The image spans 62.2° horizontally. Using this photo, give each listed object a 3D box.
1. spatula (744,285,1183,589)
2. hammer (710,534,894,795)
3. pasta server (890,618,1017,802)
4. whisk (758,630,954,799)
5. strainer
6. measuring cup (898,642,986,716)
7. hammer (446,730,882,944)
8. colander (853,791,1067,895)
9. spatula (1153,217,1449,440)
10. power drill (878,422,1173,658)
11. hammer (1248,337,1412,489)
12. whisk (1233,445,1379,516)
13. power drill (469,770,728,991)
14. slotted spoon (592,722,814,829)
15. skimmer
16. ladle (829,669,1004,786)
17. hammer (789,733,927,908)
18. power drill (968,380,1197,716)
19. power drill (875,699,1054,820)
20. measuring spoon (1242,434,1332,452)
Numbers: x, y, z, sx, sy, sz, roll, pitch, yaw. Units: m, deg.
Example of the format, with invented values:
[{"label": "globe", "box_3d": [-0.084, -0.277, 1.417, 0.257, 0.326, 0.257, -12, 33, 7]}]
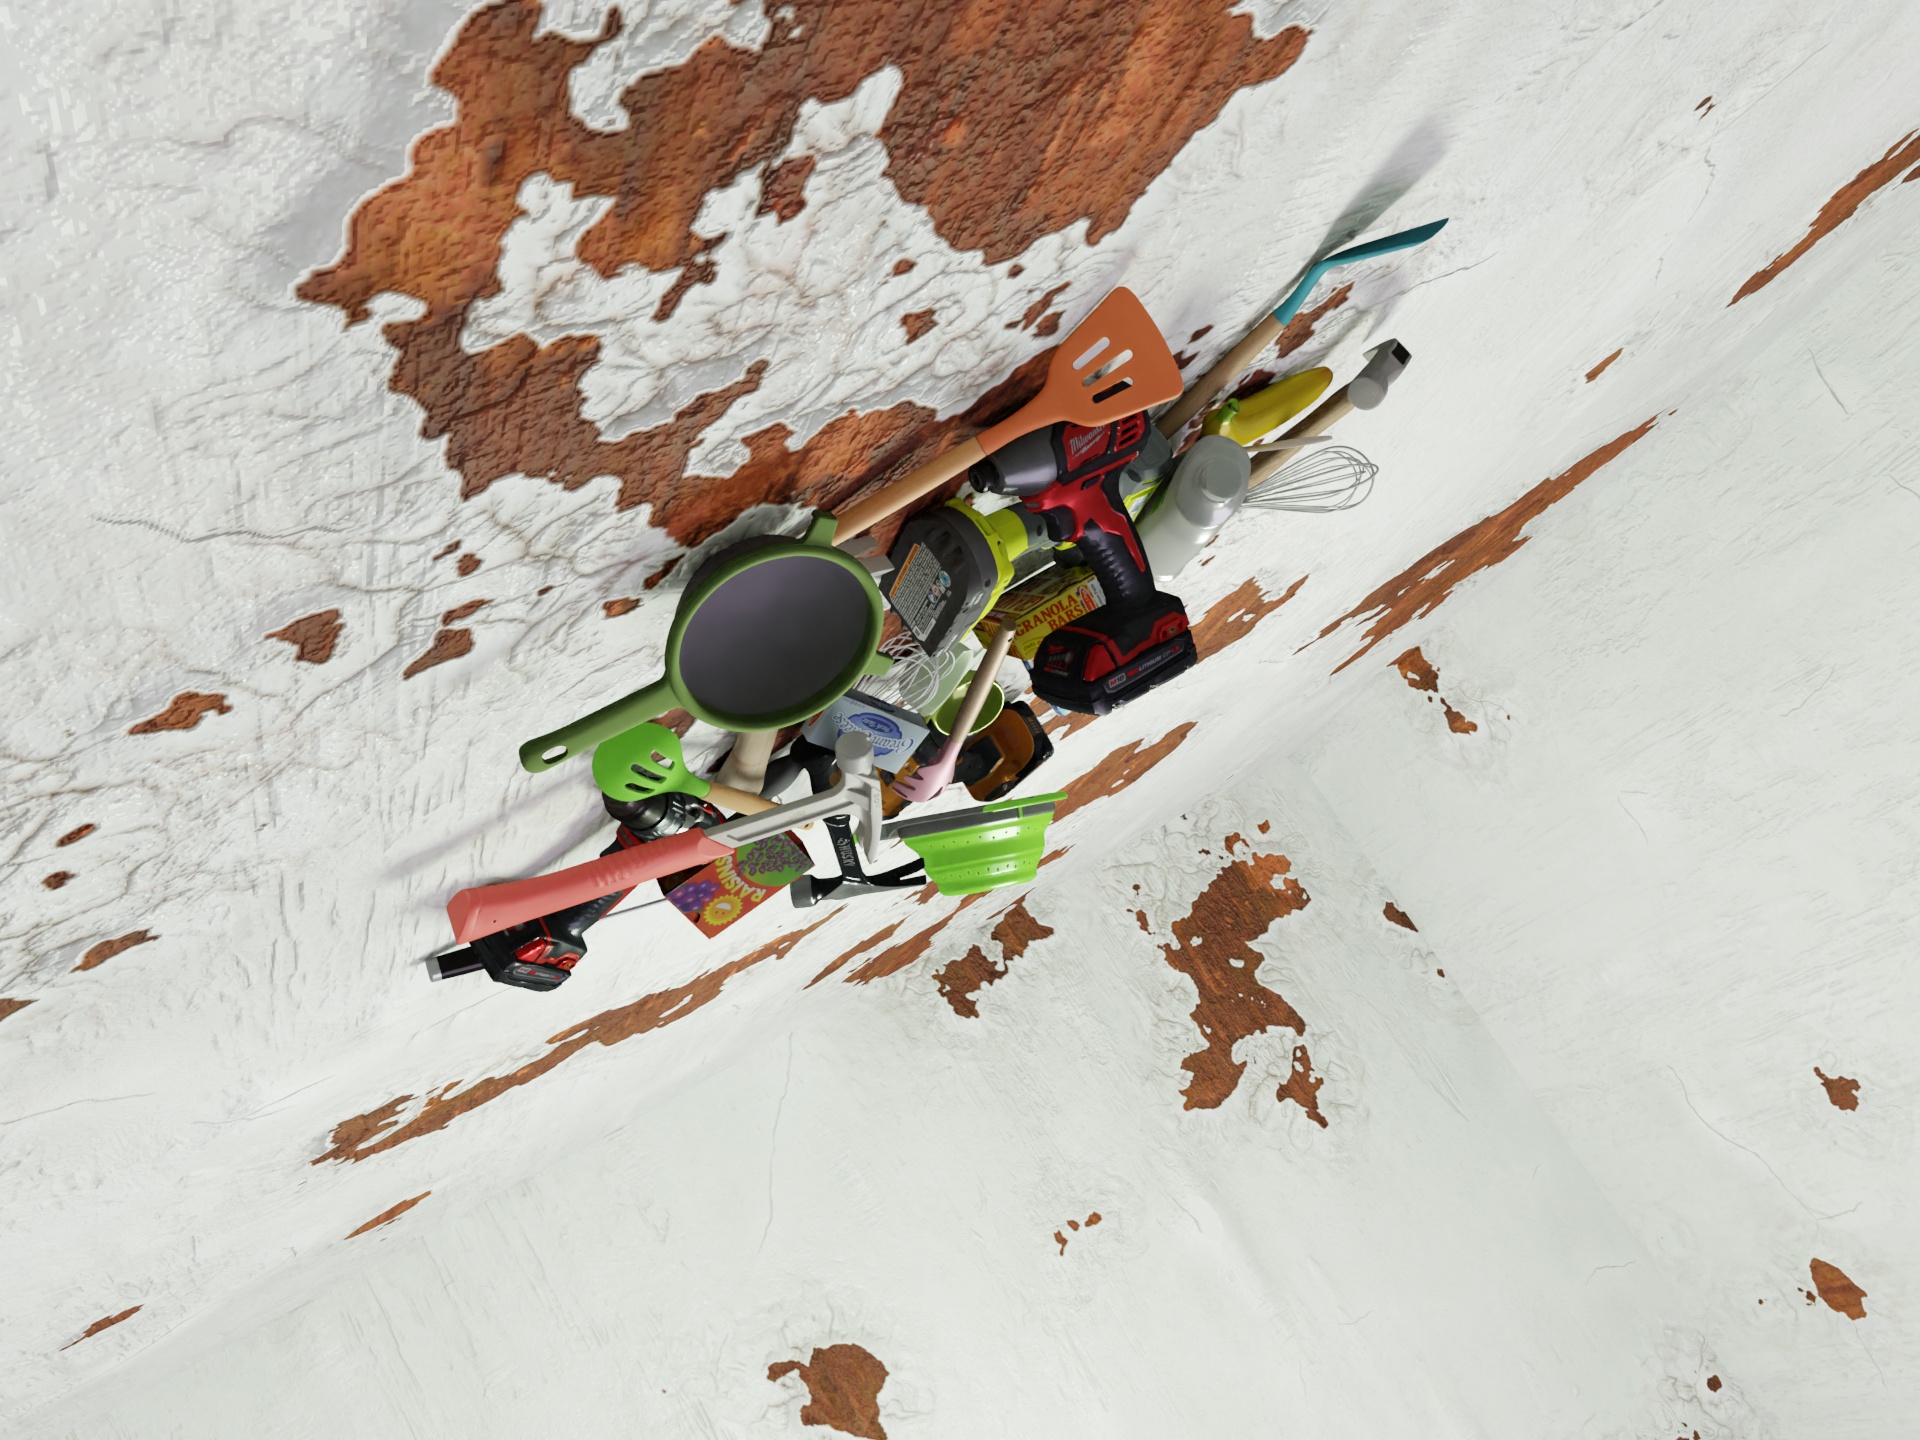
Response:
[{"label": "spatula", "box_3d": [-0.008, -0.172, 1.064, 0.322, 0.081, 0.041, -30, -177, 7]}, {"label": "hammer", "box_3d": [-0.153, -0.019, 1.300, 0.146, 0.038, 0.410, -29, 167, -21]}, {"label": "pasta server", "box_3d": [-0.002, -0.004, 1.401, 0.060, 0.040, 0.316, -36, 165, -29]}, {"label": "whisk", "box_3d": [-0.107, 0.004, 1.451, 0.284, 0.070, 0.070, -37, 167, 37]}, {"label": "strainer", "box_3d": [-0.178, -0.045, 1.050, 0.256, 0.069, 0.151, -27, 138, -6]}, {"label": "measuring cup", "box_3d": [-0.004, -0.065, 1.497, 0.167, 0.038, 0.083, -43, 165, -49]}, {"label": "hammer", "box_3d": [-0.235, 0.115, 1.302, 0.359, 0.037, 0.149, -18, 140, -18]}, {"label": "colander", "box_3d": [-0.018, 0.154, 1.842, 0.204, 0.094, 0.397, -8, 176, -32]}, {"label": "spatula", "box_3d": [0.236, -0.285, 1.230, 0.317, 0.044, 0.082, -41, -177, 37]}, {"label": "power drill", "box_3d": [0.052, -0.140, 1.259, 0.223, 0.080, 0.171, -29, 166, -30]}, {"label": "hammer", "box_3d": [0.283, -0.240, 1.461, 0.331, 0.031, 0.130, -38, -173, 46]}, {"label": "whisk", "box_3d": [0.251, -0.194, 1.409, 0.246, 0.057, 0.059, -10, -154, 34]}, {"label": "power drill", "box_3d": [-0.317, 0.129, 1.364, 0.226, 0.080, 0.187, -37, 160, 1]}, {"label": "slotted spoon", "box_3d": [-0.202, 0.061, 1.340, 0.070, 0.031, 0.313, -51, 153, 5]}, {"label": "skimmer", "box_3d": [-0.332, 0.154, 1.517, 0.363, 0.090, 0.127, -16, 171, -22]}, {"label": "ladle", "box_3d": [-0.040, 0.016, 1.497, 0.078, 0.062, 0.320, -53, 173, 26]}, {"label": "hammer", "box_3d": [-0.115, 0.102, 1.558, 0.149, 0.036, 0.408, -7, 156, -2]}, {"label": "power drill", "box_3d": [0.086, -0.123, 1.149, 0.143, 0.219, 0.079, -27, -155, -27]}, {"label": "power drill", "box_3d": [0.008, 0.032, 1.767, 0.226, 0.084, 0.185, -8, 152, -50]}, {"label": "measuring spoon", "box_3d": [0.261, -0.243, 1.375, 0.124, 0.018, 0.034, -1, -158, 34]}]
